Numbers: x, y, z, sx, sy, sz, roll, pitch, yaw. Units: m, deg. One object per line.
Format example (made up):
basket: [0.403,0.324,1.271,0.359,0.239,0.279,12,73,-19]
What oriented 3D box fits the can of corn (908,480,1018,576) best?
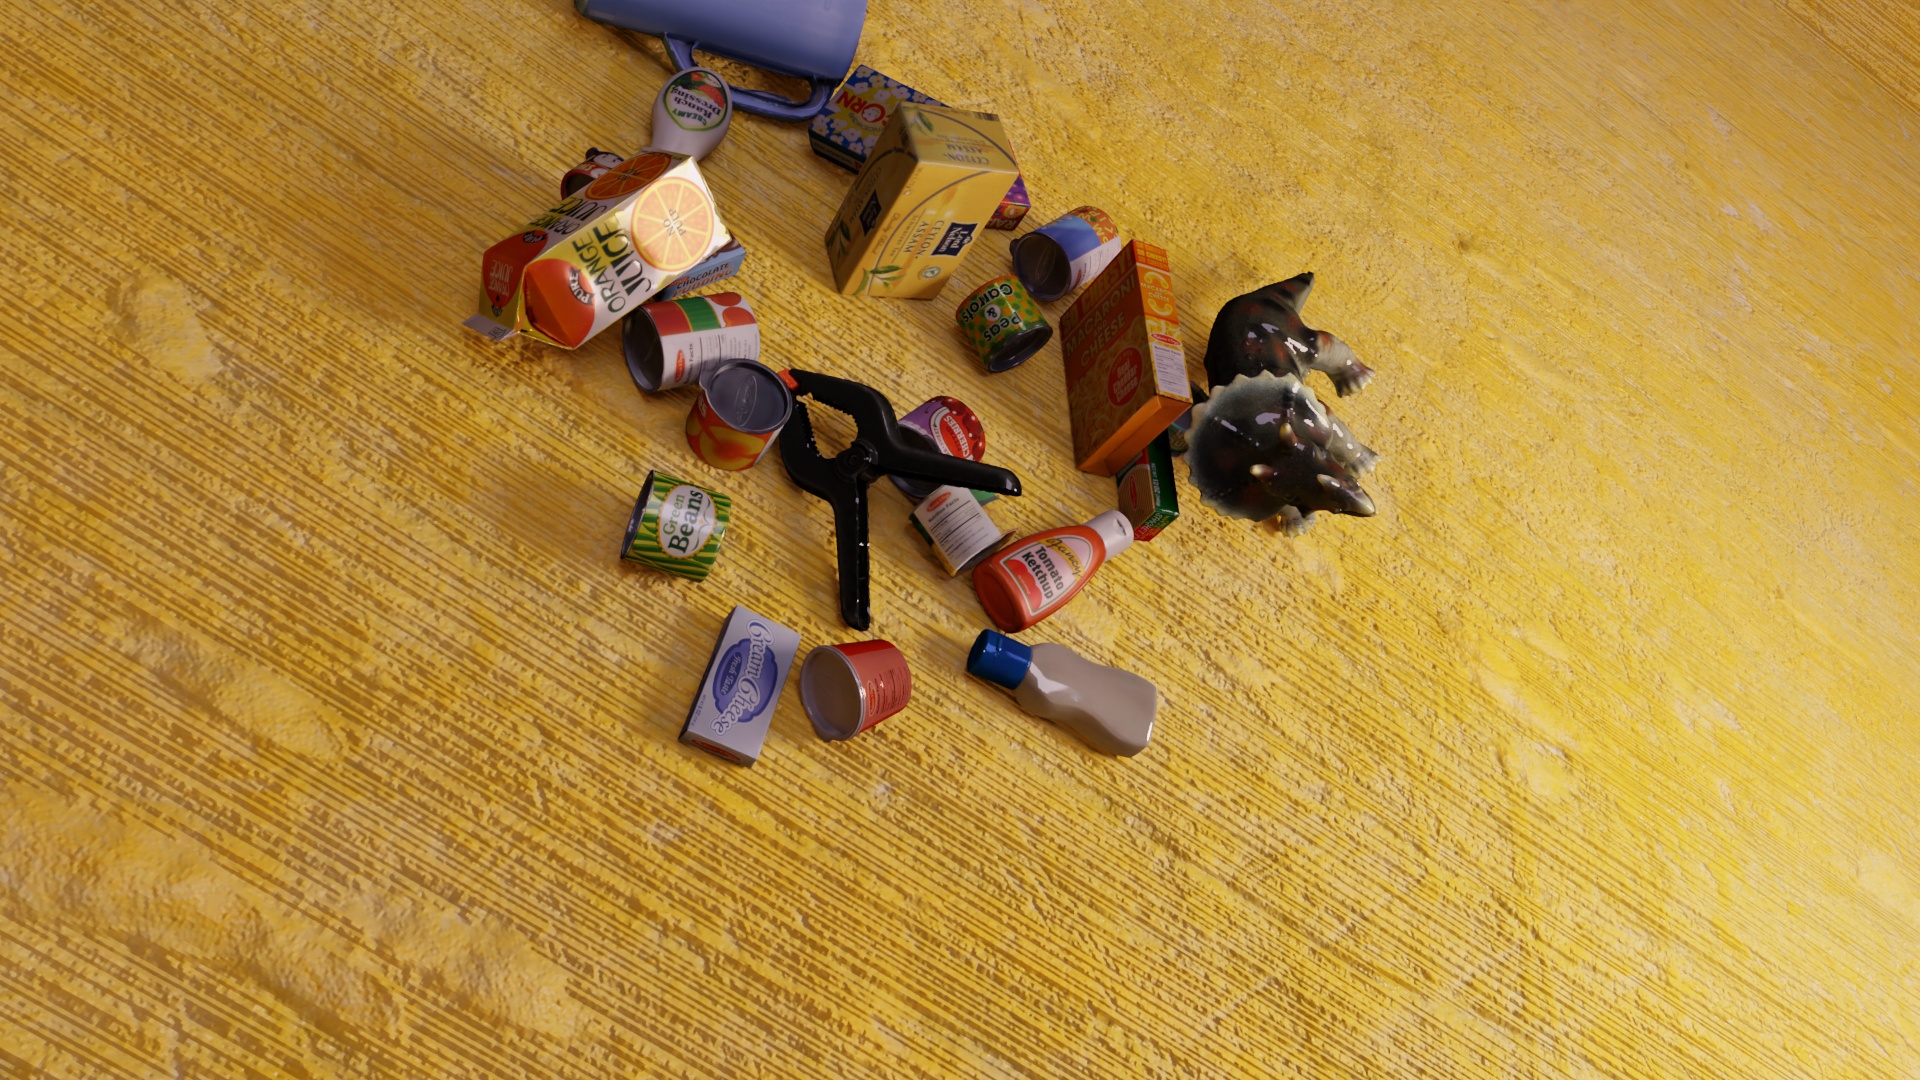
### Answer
can of corn: [0.004,-0.014,1.082,0.071,0.071,0.058,-29,79,-38]

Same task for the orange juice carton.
orange juice carton: [-0.270,-0.203,1.007,0.193,0.072,0.072,-42,131,-23]

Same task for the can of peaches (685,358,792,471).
can of peaches: [-0.169,-0.094,1.039,0.071,0.057,0.071,13,57,-21]

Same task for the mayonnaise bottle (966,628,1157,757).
mayonnaise bottle: [0.078,0.112,1.061,0.148,0.041,0.065,24,51,-13]

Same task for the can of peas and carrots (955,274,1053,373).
can of peas and carrots: [0.036,-0.188,1.202,0.071,0.070,0.059,-22,73,-36]

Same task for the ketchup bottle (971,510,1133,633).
ketchup bottle: [0.079,0.018,1.116,0.149,0.043,0.065,-28,86,-38]

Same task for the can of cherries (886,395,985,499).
can of cherries: [-0.021,-0.075,1.100,0.071,0.071,0.059,48,50,5]

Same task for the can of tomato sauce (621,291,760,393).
can of tomato sauce: [-0.204,-0.152,1.050,0.083,0.071,0.071,-16,71,-36]

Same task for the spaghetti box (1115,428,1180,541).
spaghetti box: [0.156,-0.118,1.238,0.029,0.050,0.251,13,56,-24]

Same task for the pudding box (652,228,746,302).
pudding box: [-0.219,-0.227,1.111,0.084,0.030,0.050,-32,79,-38]

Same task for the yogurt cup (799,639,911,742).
yogurt cup: [-0.071,0.101,0.971,0.054,0.072,0.072,-13,69,-43]

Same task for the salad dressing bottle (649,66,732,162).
salad dressing bottle: [-0.234,-0.333,1.158,0.064,0.043,0.148,23,53,-13]

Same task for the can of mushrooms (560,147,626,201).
can of mushrooms: [-0.277,-0.267,1.079,0.071,0.070,0.034,41,52,-1]

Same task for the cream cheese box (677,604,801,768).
cream cheese box: [-0.150,0.100,0.953,0.053,0.024,0.104,26,53,-14]

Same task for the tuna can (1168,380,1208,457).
tuna can: [0.197,-0.114,1.268,0.071,0.032,0.071,14,56,-21]

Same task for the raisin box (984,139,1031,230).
raisin box: [-0.003,-0.338,1.291,0.123,0.040,0.086,-1,62,-30]

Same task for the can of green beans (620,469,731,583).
can of green beans: [-0.198,-0.009,0.966,0.058,0.071,0.071,19,54,-18]

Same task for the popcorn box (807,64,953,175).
popcorn box: [-0.060,-0.359,1.232,0.127,0.038,0.085,30,71,16]

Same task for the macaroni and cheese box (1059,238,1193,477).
macaroni and cheese box: [0.140,-0.157,1.206,0.040,0.123,0.167,13,56,-26]

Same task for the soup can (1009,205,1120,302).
soup can: [0.097,-0.269,1.287,0.071,0.071,0.084,49,50,6]
